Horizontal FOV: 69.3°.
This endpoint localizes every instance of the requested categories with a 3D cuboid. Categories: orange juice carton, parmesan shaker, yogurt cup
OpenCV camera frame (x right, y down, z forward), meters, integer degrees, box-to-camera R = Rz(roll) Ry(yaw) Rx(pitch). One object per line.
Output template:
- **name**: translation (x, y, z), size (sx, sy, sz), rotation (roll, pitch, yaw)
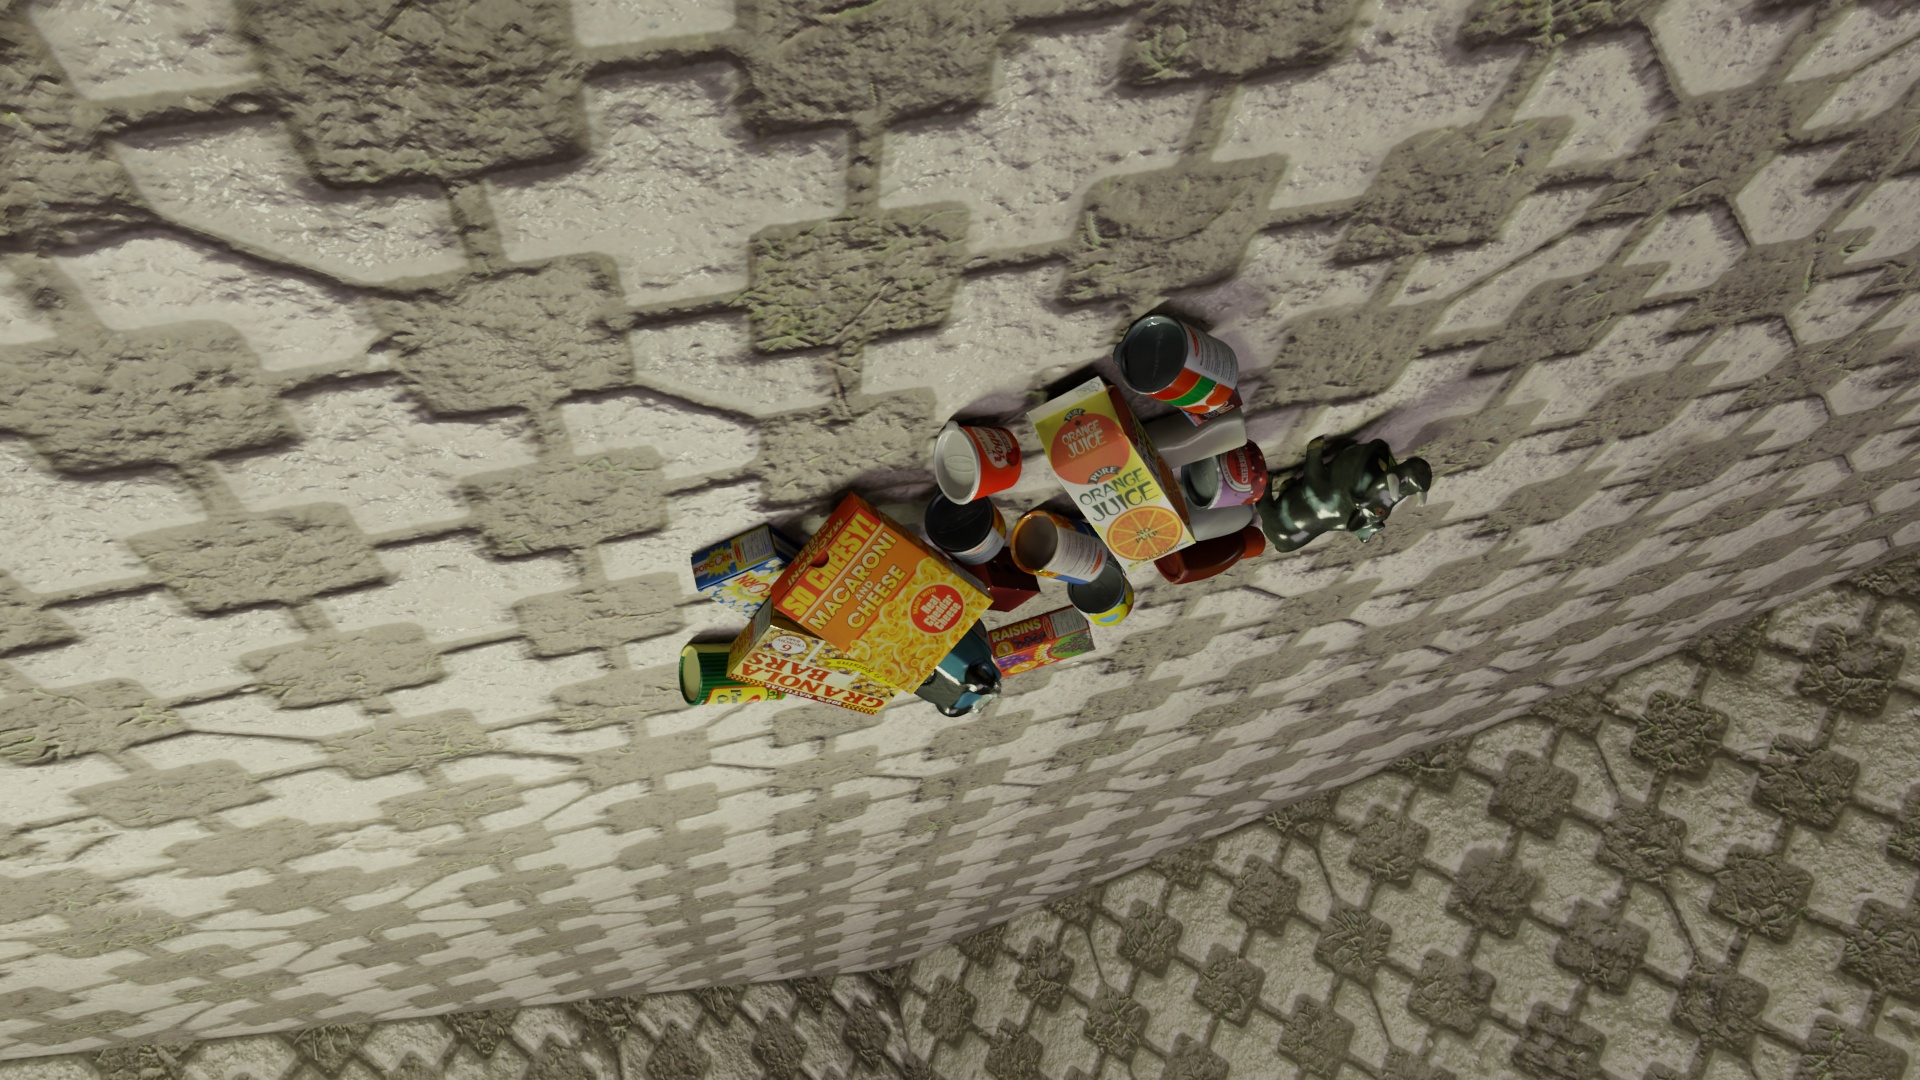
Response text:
- **orange juice carton**: translation (0.133, -0.065, 1.228), size (0.071, 0.073, 0.192), rotation (-24, 131, 18)
- **parmesan shaker**: translation (-0.243, 0.142, 1.486), size (0.103, 0.071, 0.071), rotation (0, 151, -33)
- **yogurt cup**: translation (0.016, -0.068, 1.201), size (0.054, 0.072, 0.072), rotation (-10, 157, -33)

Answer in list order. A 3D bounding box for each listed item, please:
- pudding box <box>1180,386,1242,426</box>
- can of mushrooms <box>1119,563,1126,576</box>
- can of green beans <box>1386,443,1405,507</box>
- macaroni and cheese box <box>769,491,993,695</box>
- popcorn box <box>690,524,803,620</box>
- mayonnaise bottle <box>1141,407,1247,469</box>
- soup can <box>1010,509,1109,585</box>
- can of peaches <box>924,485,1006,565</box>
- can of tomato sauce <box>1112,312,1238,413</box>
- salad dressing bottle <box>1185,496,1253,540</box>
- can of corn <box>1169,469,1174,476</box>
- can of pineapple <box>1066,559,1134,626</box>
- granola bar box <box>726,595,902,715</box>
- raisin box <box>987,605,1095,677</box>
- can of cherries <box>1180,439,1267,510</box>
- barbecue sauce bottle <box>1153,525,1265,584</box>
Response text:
- **pudding box**: translation (0.212, -0.135, 1.223), size (0.049, 0.030, 0.083), rotation (-24, 155, 18)
- **can of mushrooms**: translation (0.173, 0.000, 1.442), size (0.033, 0.071, 0.071), rotation (-22, 156, 7)
- **can of green beans**: translation (0.441, -0.064, 1.494), size (0.071, 0.058, 0.071), rotation (-14, 156, -6)
- **macaroni and cheese box**: translation (-0.072, 0.050, 1.281), size (0.166, 0.040, 0.123), rotation (36, 100, -25)
- **popcorn box**: translation (-0.187, 0.034, 1.319), size (0.085, 0.038, 0.126), rotation (-23, 155, 12)
- **mayonnaise bottle**: translation (0.191, -0.090, 1.296), size (0.148, 0.041, 0.064), rotation (-18, 154, 7)
- **soup can**: translation (0.099, 0.007, 1.418), size (0.071, 0.071, 0.084), rotation (-32, 151, 31)
- **can of peaches**: translation (0.005, -0.016, 1.301), size (0.071, 0.071, 0.058), rotation (-21, 161, 9)
- **can of tomato sauce**: translation (0.178, -0.143, 1.138), size (0.071, 0.071, 0.083), rotation (-33, 152, 32)
- **salad dressing bottle**: translation (0.240, -0.025, 1.433), size (0.148, 0.044, 0.064), rotation (-10, 145, -41)
- **can of corn**: translation (0.177, -0.046, 1.351), size (0.058, 0.071, 0.071), rotation (-16, 156, 1)
- **can of pineapple**: translation (0.161, 0.058, 1.568), size (0.071, 0.071, 0.057), rotation (-22, 156, 11)
- **granola bar box**: translation (-0.132, 0.116, 1.373), size (0.165, 0.039, 0.123), rotation (18, 144, -22)
- **raisin box**: translation (0.100, 0.125, 1.707), size (0.123, 0.040, 0.086), rotation (-17, 157, 3)
- **can of cherries**: translation (0.259, -0.066, 1.358), size (0.058, 0.072, 0.071), rotation (-7, 154, -22)
- **barbecue sauce bottle**: translation (0.280, 0.009, 1.550), size (0.149, 0.065, 0.043), rotation (-9, 148, -38)
